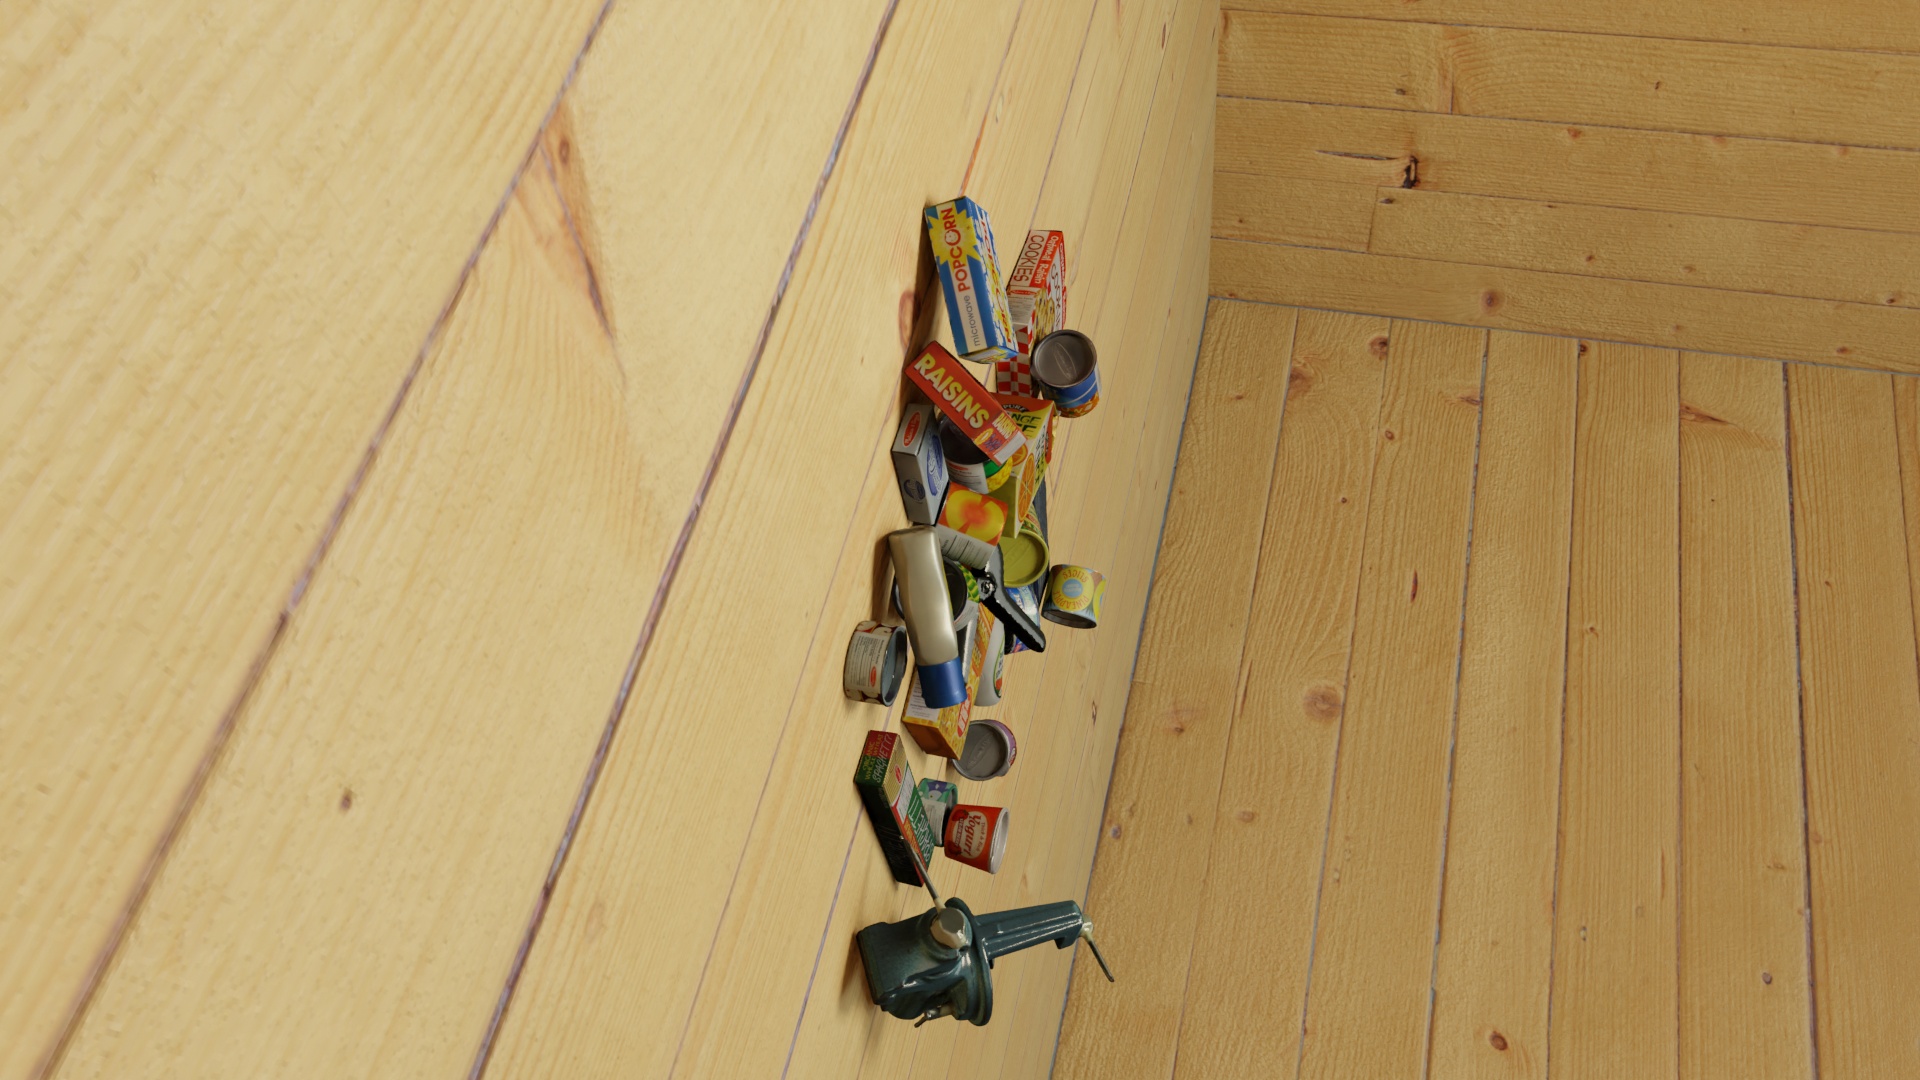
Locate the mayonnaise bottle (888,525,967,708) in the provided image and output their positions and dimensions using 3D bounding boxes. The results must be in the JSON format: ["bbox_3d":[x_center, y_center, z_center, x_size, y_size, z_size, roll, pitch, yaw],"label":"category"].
[{"bbox_3d":[-0.026,0.063,1.145,0.065,0.041,0.148,-154,-128,-80],"label":"mayonnaise bottle"}]

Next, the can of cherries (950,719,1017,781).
[{"bbox_3d":[0.027,0.231,1.523,0.058,0.071,0.071,31,69,-77],"label":"can of cherries"}]

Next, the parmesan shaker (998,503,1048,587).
[{"bbox_3d":[0.047,-0.007,1.404,0.103,0.071,0.071,-101,-169,-62],"label":"parmesan shaker"}]

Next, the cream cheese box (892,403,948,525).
[{"bbox_3d":[-0.033,-0.064,1.175,0.103,0.024,0.053,79,24,-55],"label":"cream cheese box"}]

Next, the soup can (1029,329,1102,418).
[{"bbox_3d":[0.110,-0.172,1.456,0.083,0.071,0.071,63,38,-69],"label":"soup can"}]

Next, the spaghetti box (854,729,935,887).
[{"bbox_3d":[-0.057,0.251,1.270,0.248,0.029,0.050,79,24,-55],"label":"spaghetti box"}]

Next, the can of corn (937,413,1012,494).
[{"bbox_3d":[0.014,-0.085,1.265,0.058,0.071,0.071,76,26,-61],"label":"can of corn"}]

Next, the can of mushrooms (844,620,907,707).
[{"bbox_3d":[-0.067,0.099,1.118,0.071,0.033,0.071,6,92,-77],"label":"can of mushrooms"}]

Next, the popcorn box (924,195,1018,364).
[{"bbox_3d":[0.011,-0.212,1.146,0.085,0.038,0.126,-12,90,-76],"label":"popcorn box"}]

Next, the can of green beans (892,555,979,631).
[{"bbox_3d":[-0.020,0.047,1.209,0.058,0.071,0.071,32,67,-77],"label":"can of green beans"}]

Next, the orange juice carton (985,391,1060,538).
[{"bbox_3d":[0.046,-0.089,1.389,0.194,0.072,0.072,-64,159,-52],"label":"orange juice carton"}]

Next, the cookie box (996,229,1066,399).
[{"bbox_3d":[0.078,-0.237,1.497,0.122,0.040,0.168,84,19,-46],"label":"cookie box"}]

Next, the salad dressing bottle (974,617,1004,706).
[{"bbox_3d":[0.027,0.105,1.495,0.064,0.044,0.147,-65,160,-67],"label":"salad dressing bottle"}]

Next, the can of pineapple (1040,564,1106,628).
[{"bbox_3d":[0.130,0.064,1.593,0.071,0.071,0.058,62,39,-69],"label":"can of pineapple"}]

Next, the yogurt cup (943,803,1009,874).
[{"bbox_3d":[0.016,0.298,1.402,0.072,0.054,0.072,8,92,-76],"label":"yogurt cup"}]

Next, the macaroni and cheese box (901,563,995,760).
[{"bbox_3d":[-0.009,0.118,1.363,0.123,0.040,0.167,68,33,-64],"label":"macaroni and cheese box"}]

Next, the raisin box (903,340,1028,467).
[{"bbox_3d":[0.007,-0.113,1.168,0.040,0.086,0.123,-44,166,4],"label":"raisin box"}]

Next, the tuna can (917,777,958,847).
[{"bbox_3d":[-0.026,0.275,1.408,0.071,0.033,0.071,7,92,-76],"label":"tuna can"}]

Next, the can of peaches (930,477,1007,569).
[{"bbox_3d":[0.004,-0.016,1.243,0.071,0.058,0.071,-155,-93,-82],"label":"can of peaches"}]
